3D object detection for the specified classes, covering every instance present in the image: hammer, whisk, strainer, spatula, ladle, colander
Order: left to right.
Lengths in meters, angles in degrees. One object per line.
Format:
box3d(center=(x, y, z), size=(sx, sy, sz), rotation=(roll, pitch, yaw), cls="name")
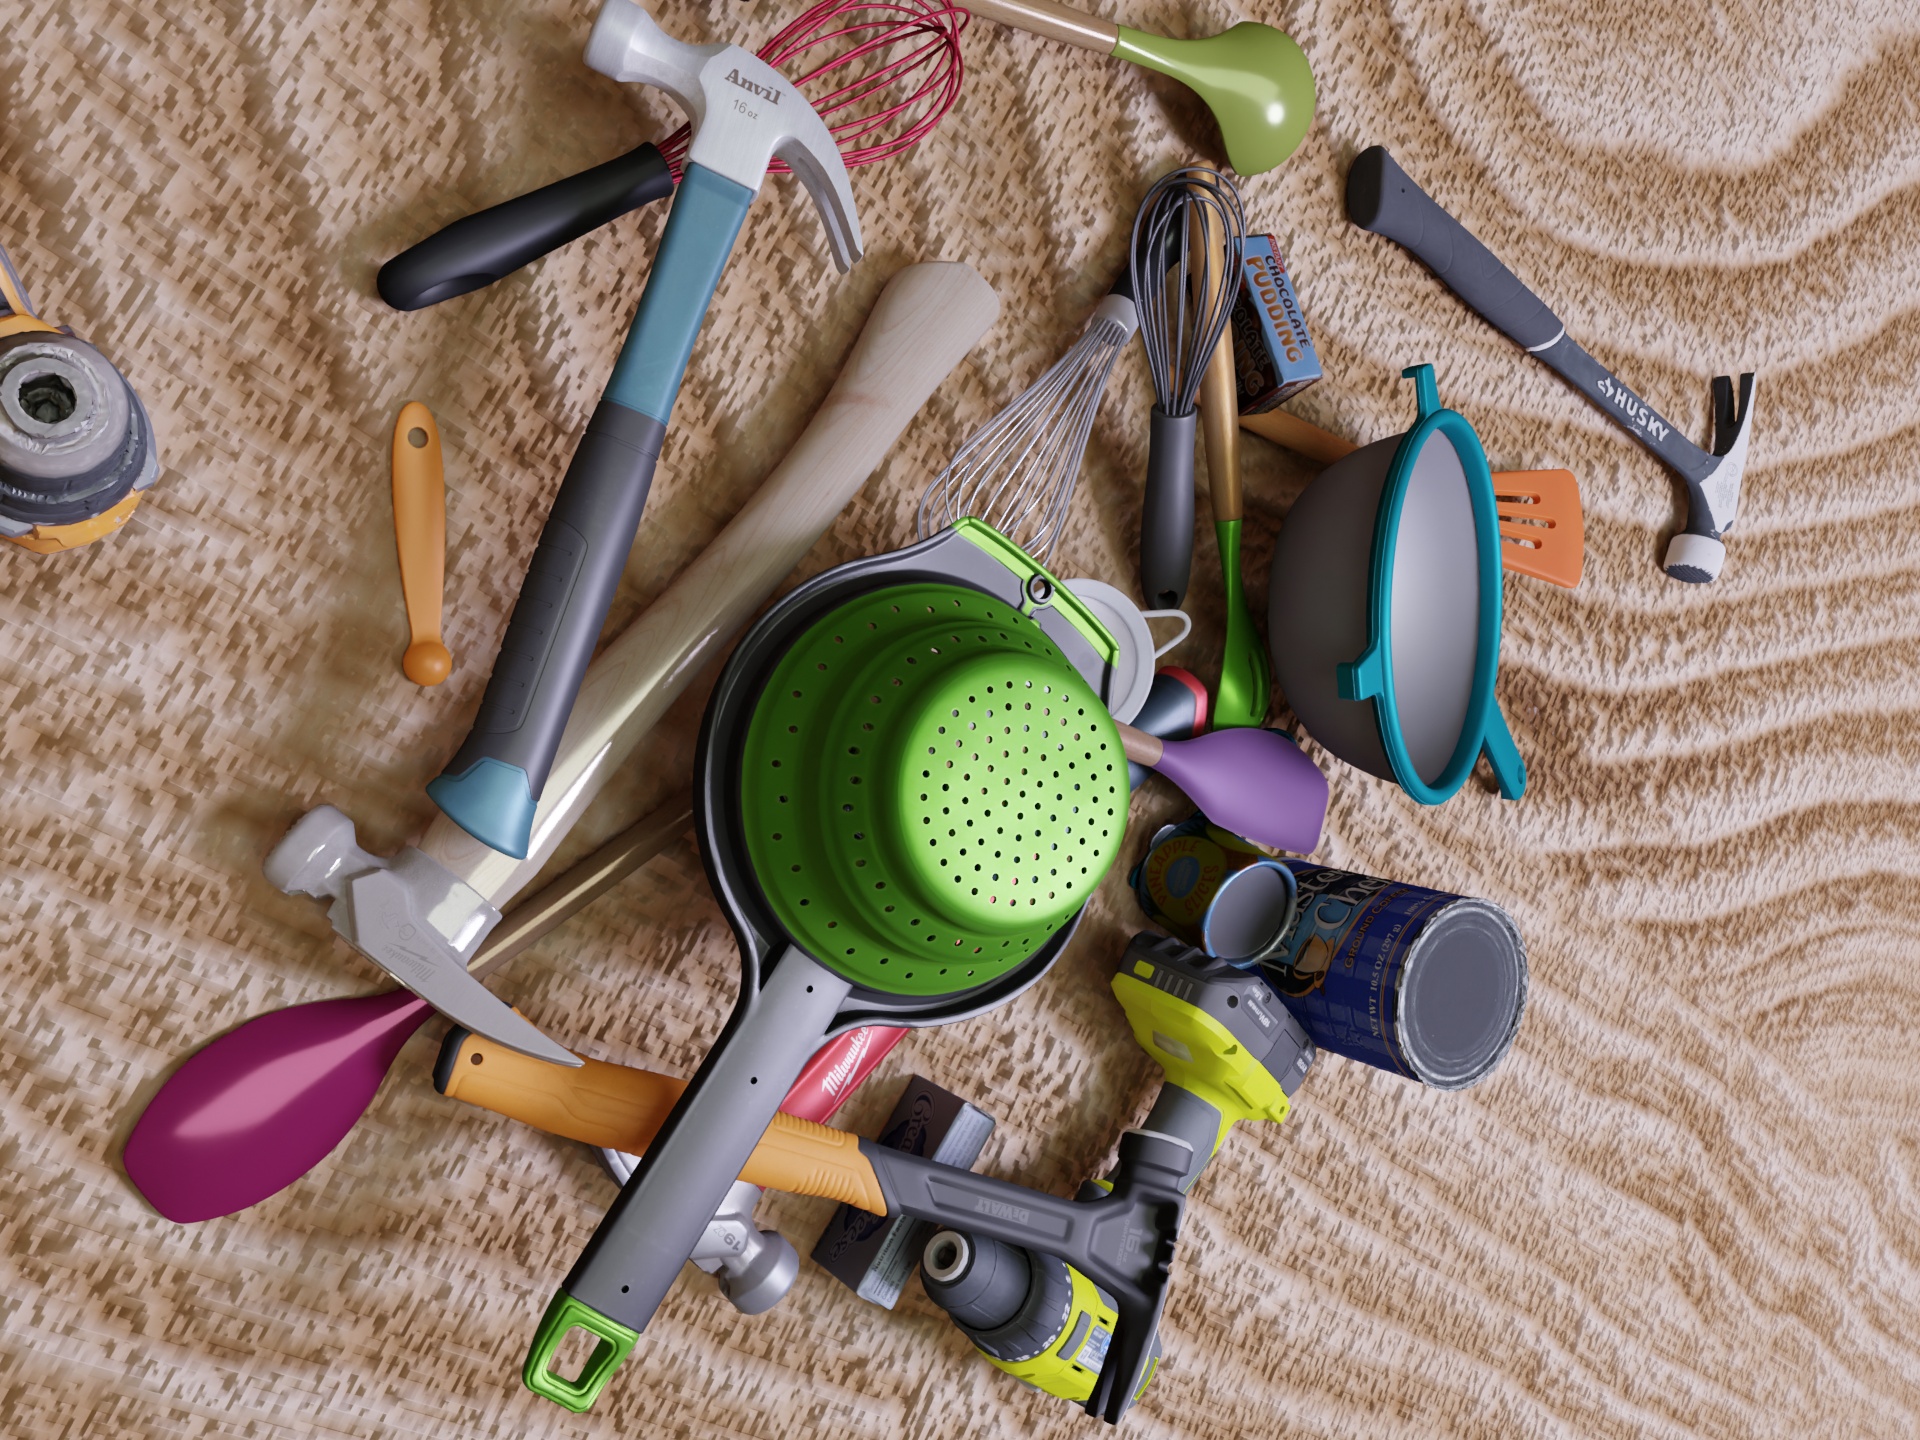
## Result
box3d(center=(-0.135, -0.108, 0.626), size=(0.128, 0.033, 0.331), rotation=(21, 84, -18), cls="hammer")
box3d(center=(-0.113, -0.243, 0.680), size=(0.296, 0.073, 0.073), rotation=(-33, 111, -21), cls="whisk")
box3d(center=(-0.101, -0.048, 0.695), size=(0.146, 0.038, 0.411), rotation=(39, 69, -5), cls="hammer")
box3d(center=(-0.062, 0.199, 0.687), size=(0.336, 0.034, 0.127), rotation=(21, 72, -13), cls="hammer")
box3d(center=(-0.040, 0.095, 0.630), size=(0.204, 0.094, 0.397), rotation=(39, 72, -23), cls="colander")
box3d(center=(-0.014, 0.097, 0.785), size=(0.386, 0.038, 0.143), rotation=(-45, 114, -21), cls="hammer")
box3d(center=(-0.001, -0.003, 0.783), size=(0.258, 0.050, 0.087), rotation=(-25, 105, -22), cls="strainer")
box3d(center=(0.046, -0.341, 0.789), size=(0.320, 0.062, 0.078), rotation=(6, 91, -26), cls="ladle")
box3d(center=(0.065, -0.178, 0.803), size=(0.070, 0.070, 0.285), rotation=(42, 68, -28), cls="whisk")
box3d(center=(0.079, 0.007, 0.799), size=(0.315, 0.018, 0.060), rotation=(19, 81, -34), cls="spatula")
box3d(center=(0.110, -0.155, 0.796), size=(0.055, 0.055, 0.238), rotation=(-25, 132, -29), cls="whisk")
box3d(center=(0.246, -0.151, 0.927), size=(0.322, 0.041, 0.081), rotation=(15, 70, -31), cls="spatula")
box3d(center=(0.253, -0.034, 0.920), size=(0.340, 0.095, 0.211), rotation=(44, 57, -51), cls="strainer")
box3d(center=(0.386, -0.239, 1.013), size=(0.408, 0.036, 0.149), rotation=(27, 79, -31), cls="hammer")

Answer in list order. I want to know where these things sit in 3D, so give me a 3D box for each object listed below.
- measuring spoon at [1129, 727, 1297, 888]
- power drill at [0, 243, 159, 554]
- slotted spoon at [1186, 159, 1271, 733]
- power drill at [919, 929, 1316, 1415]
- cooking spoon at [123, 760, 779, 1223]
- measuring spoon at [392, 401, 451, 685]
box3d(center=(0.137, 0.049, 0.893), size=(0.128, 0.021, 0.042), rotation=(-39, 125, -14), cls="measuring spoon")
box3d(center=(-0.318, -0.160, 0.482), size=(0.084, 0.185, 0.226), rotation=(-29, 106, -26), cls="power drill")
box3d(center=(0.140, -0.132, 0.842), size=(0.070, 0.031, 0.313), rotation=(-35, 122, -60), cls="slotted spoon")
box3d(center=(0.079, 0.229, 0.813), size=(0.228, 0.080, 0.190), rotation=(-57, 137, -15), cls="power drill")
box3d(center=(-0.198, 0.096, 0.677), size=(0.319, 0.017, 0.068), rotation=(-37, 114, -24), cls="cooking spoon")
box3d(center=(-0.220, -0.072, 0.652), size=(0.021, 0.011, 0.117), rotation=(-4, 97, -32), cls="measuring spoon")
